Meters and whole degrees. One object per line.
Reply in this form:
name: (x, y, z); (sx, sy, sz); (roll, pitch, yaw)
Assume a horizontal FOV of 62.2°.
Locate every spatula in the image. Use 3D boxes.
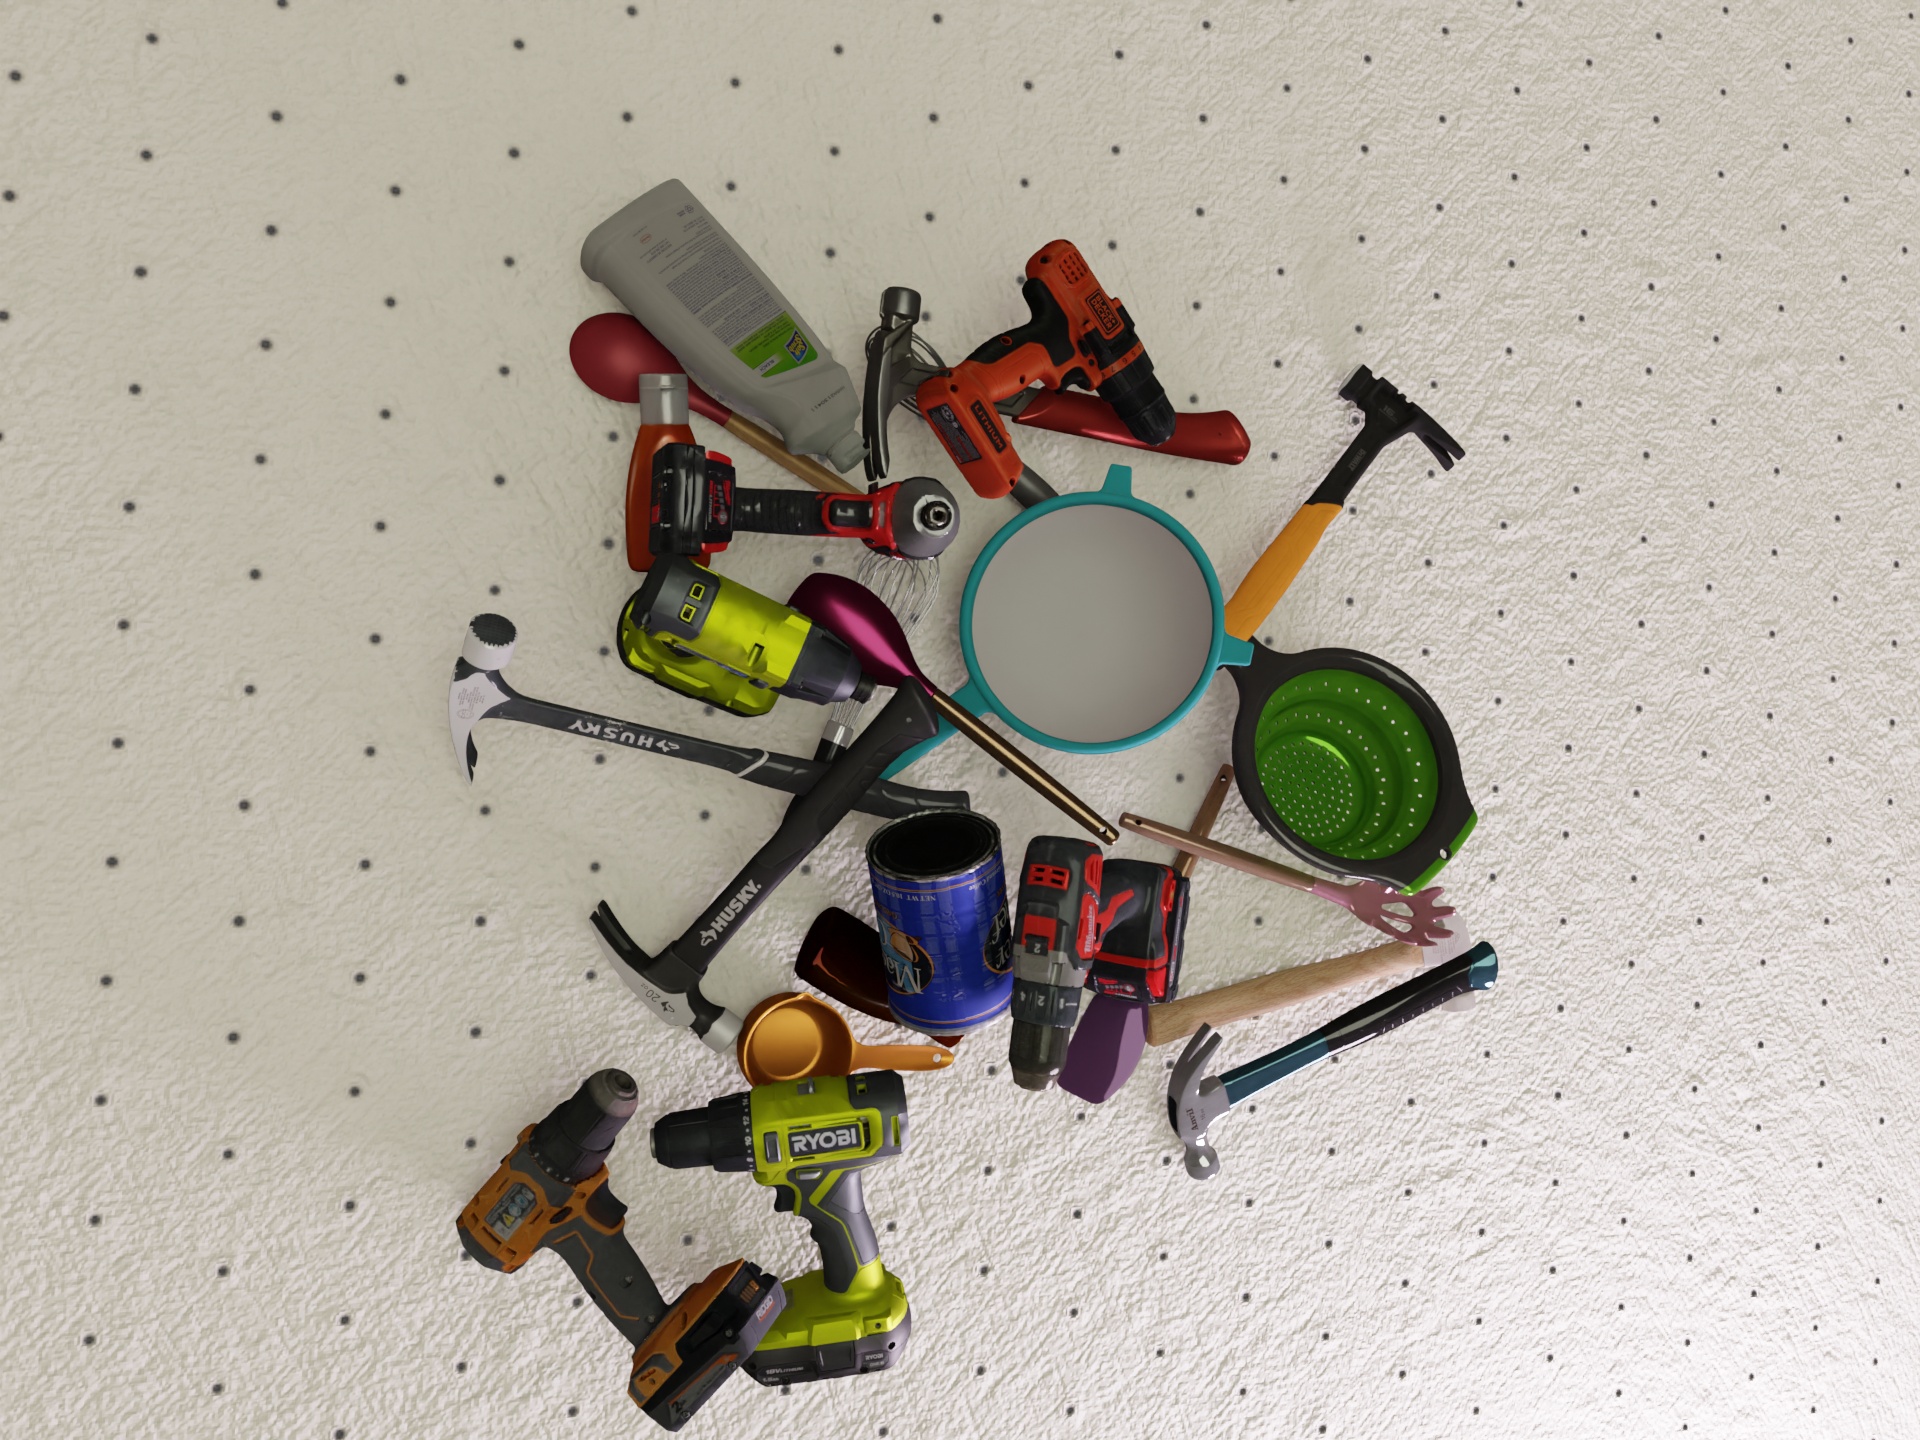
spatula: (0.171, 0.180, 1.372); (0.060, 0.018, 0.316); (23, 79, 15)

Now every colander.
colander: (0.263, -0.012, 1.383); (0.204, 0.094, 0.397); (-42, 85, -22)

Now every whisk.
whisk: (0.013, -0.236, 1.310); (0.238, 0.055, 0.055); (41, 77, -19)
whisk: (-0.085, -0.019, 1.270); (0.070, 0.070, 0.284); (22, 87, -18)

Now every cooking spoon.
cooking spoon: (-0.002, -0.004, 1.242); (0.319, 0.017, 0.069); (38, 90, -4)

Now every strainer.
strainer: (0.056, -0.040, 1.307); (0.340, 0.095, 0.211); (-34, 82, 5)

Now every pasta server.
pasta server: (0.284, 0.132, 1.380); (0.316, 0.040, 0.060); (19, 68, -13)

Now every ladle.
ladle: (-0.163, -0.223, 1.259); (0.315, 0.031, 0.069); (30, 81, -18)

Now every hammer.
hammer: (0.087, -0.244, 1.307); (0.359, 0.037, 0.149); (6, 89, -29)
hammer: (-0.178, 0.032, 1.194); (0.408, 0.149, 0.036); (15, 42, -18)
hammer: (-0.136, 0.094, 1.180); (0.146, 0.035, 0.334); (40, 107, -8)
hammer: (0.308, -0.164, 1.377); (0.127, 0.034, 0.337); (40, 67, 1)
hammer: (0.312, 0.230, 1.419); (0.331, 0.031, 0.130); (-11, 94, -19)
hammer: (0.329, 0.279, 1.395); (0.331, 0.033, 0.128); (-23, 111, -13)

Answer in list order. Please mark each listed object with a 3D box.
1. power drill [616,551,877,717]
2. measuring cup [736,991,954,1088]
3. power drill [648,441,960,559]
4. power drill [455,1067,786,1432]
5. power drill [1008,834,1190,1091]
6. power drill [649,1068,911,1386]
power drill: (-0.162, -0.053, 1.151); (0.171, 0.223, 0.080); (25, 82, -18)
measuring cup: (-0.093, 0.262, 1.266); (0.173, 0.052, 0.095); (7, 87, -21)
power drill: (-0.111, -0.152, 1.157); (0.219, 0.143, 0.078); (2, 95, -16)
power drill: (-0.233, 0.372, 1.141); (0.226, 0.084, 0.185); (41, 109, 5)
power drill: (0.102, 0.189, 1.250); (0.226, 0.080, 0.188); (15, 82, -63)
power drill: (-0.128, 0.381, 1.208); (0.190, 0.080, 0.228); (-6, 104, -6)
